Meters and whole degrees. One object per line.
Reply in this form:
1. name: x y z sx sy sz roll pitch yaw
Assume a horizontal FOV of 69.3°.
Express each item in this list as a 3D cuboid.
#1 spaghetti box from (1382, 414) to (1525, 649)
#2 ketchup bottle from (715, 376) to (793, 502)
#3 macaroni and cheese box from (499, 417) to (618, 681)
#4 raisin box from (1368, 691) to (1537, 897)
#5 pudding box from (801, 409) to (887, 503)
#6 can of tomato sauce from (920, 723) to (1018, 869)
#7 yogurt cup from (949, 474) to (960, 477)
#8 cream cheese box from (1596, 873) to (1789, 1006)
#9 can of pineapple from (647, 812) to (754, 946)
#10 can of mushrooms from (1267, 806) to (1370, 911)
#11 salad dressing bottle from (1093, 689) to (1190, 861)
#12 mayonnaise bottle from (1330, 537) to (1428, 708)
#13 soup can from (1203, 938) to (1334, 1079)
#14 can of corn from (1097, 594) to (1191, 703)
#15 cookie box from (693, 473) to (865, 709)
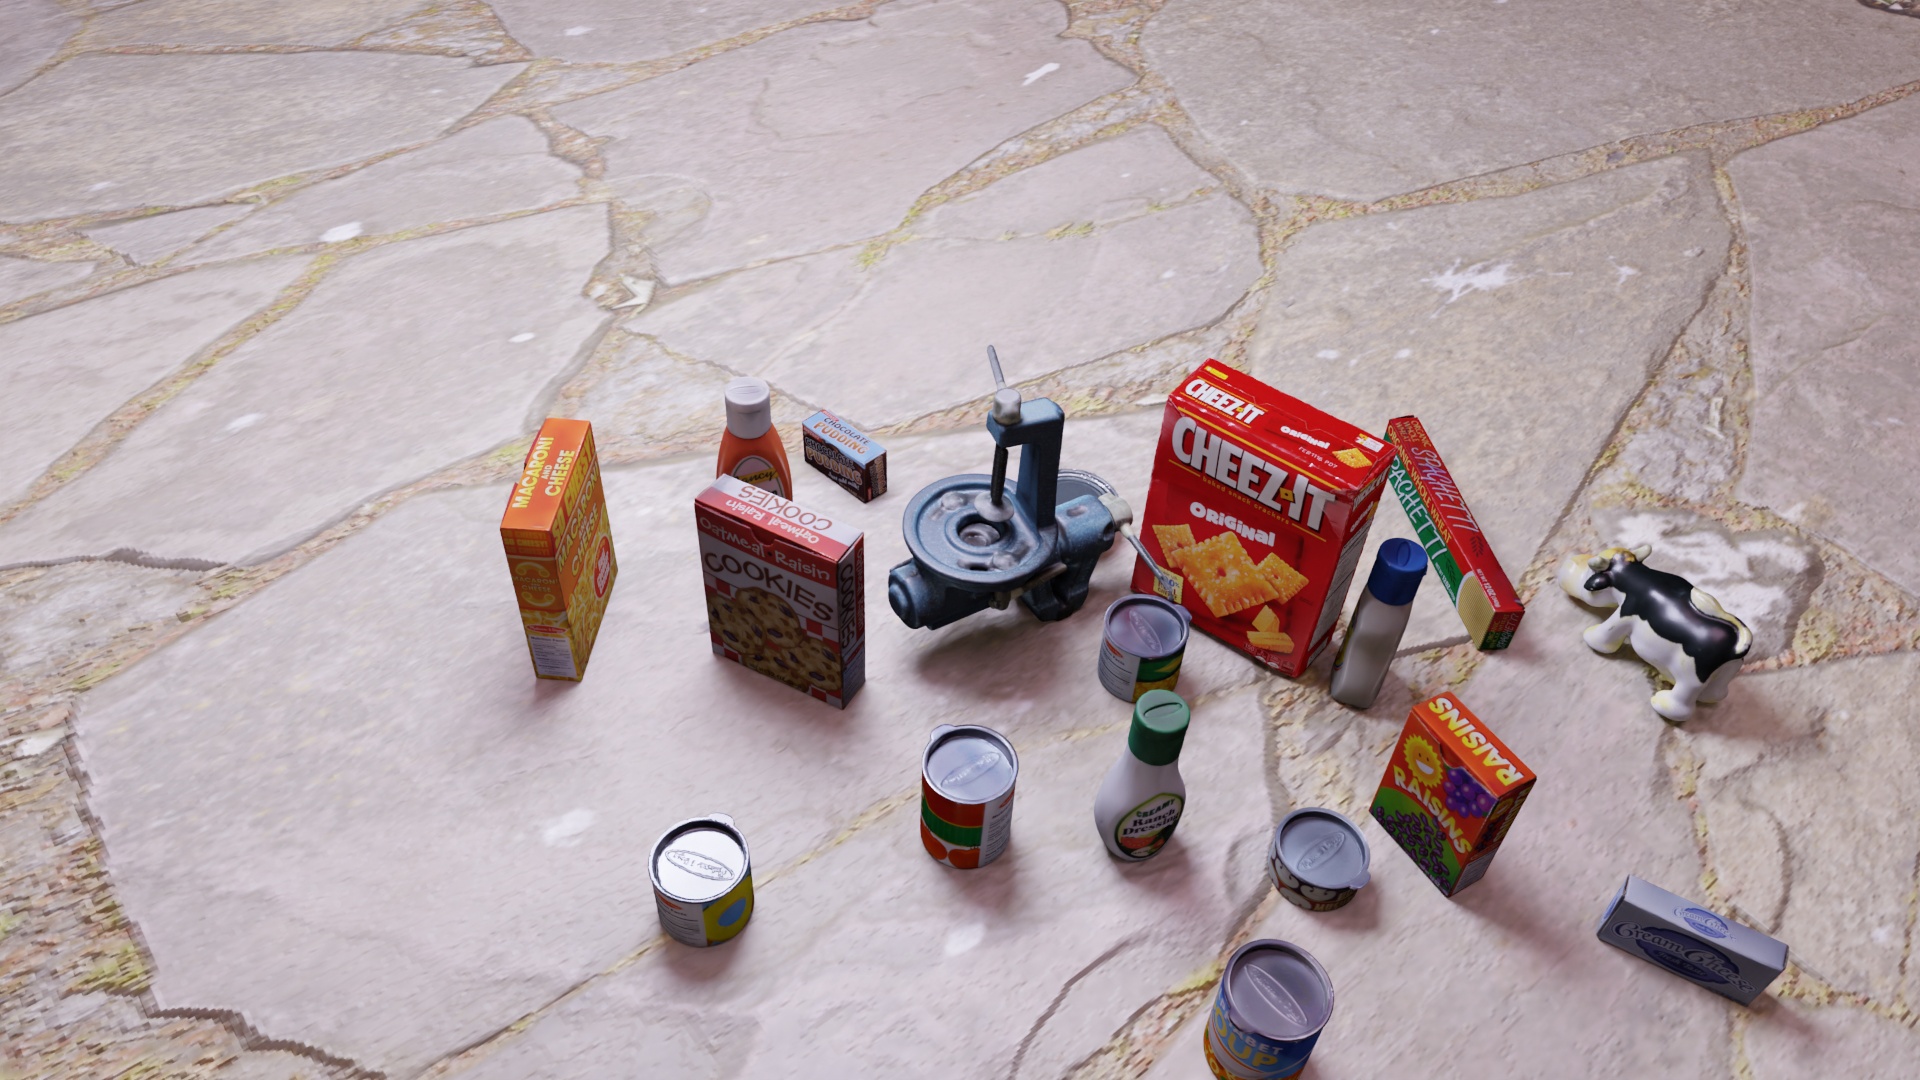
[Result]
1. spaghetti box: 0.425 -0.013 1.219 0.029 0.049 0.251 -3 45 -7
2. ketchup bottle: -0.175 -0.070 1.169 0.065 0.148 0.044 -6 45 -10
3. macaroni and cheese box: -0.306 0.008 1.068 0.040 0.165 0.124 4 44 0
4. raisin box: 0.339 0.177 0.968 0.040 0.122 0.086 -19 49 -21
5. pudding box: -0.104 -0.077 1.251 0.084 0.049 0.030 35 52 28
6. can of tomato sauce: 0.003 0.179 0.973 0.071 0.082 0.071 2 44 -2
7. yogurt cup: 0.004 -0.015 1.192 0.072 0.053 0.073 2 44 -2
8. cream cheese box: 0.490 0.269 0.934 0.104 0.053 0.024 24 48 19
9. can of pineapple: -0.171 0.228 0.930 0.071 0.057 0.071 2 44 -2
10. can of mushrooms: 0.253 0.226 0.977 0.071 0.033 0.071 2 44 -2
11. salad dressing bottle: 0.128 0.162 0.953 0.064 0.146 0.044 -13 47 -16
12. mayonnaise bottle: 0.321 0.061 1.067 0.041 0.147 0.065 16 46 13
13. soup can: 0.187 0.299 0.862 0.071 0.083 0.072 2 44 -2
14. can of corn: 0.145 0.085 1.096 0.071 0.058 0.071 2 44 -2
15. cookie box: -0.133 0.041 1.045 0.123 0.166 0.040 22 47 18
